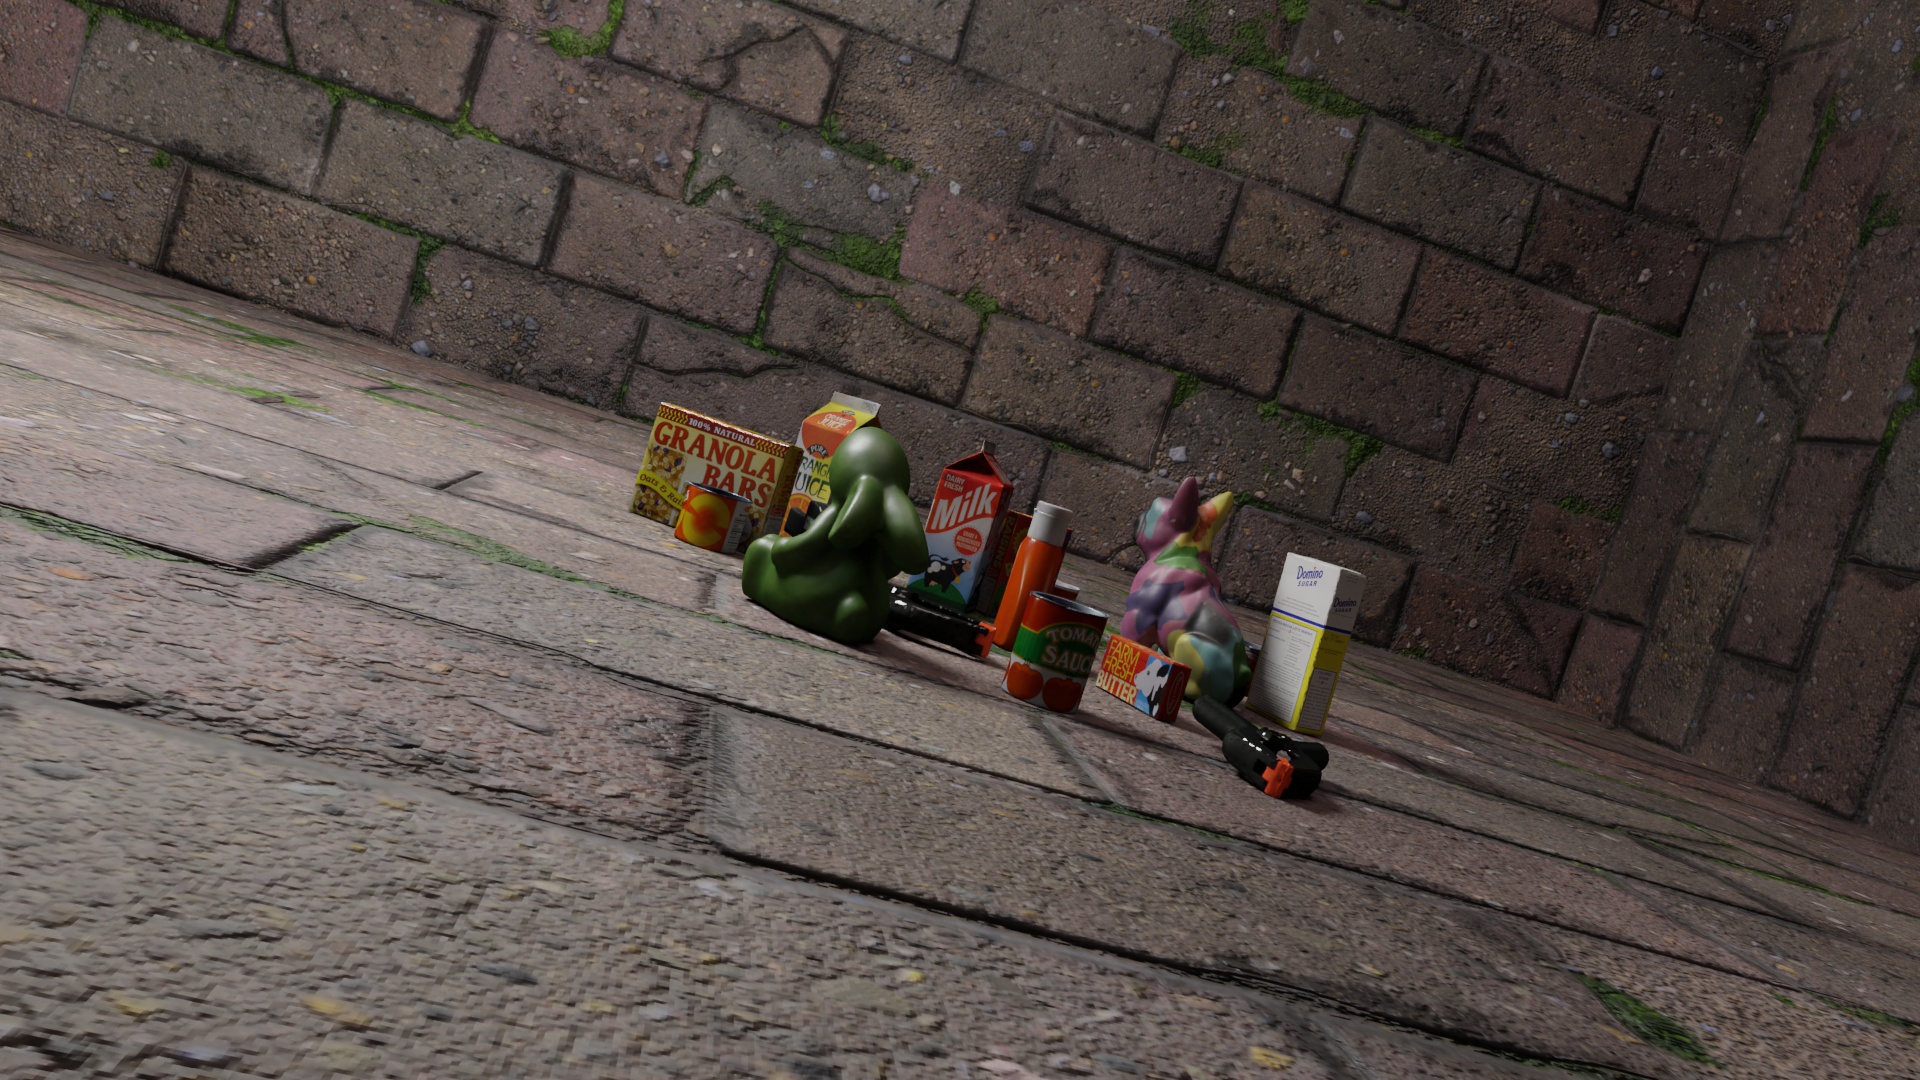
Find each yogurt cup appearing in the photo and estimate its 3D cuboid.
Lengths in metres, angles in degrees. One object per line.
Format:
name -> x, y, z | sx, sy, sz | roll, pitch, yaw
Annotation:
yogurt cup -> 0.105, 0.074, 1.686 | 0.072, 0.054, 0.072 | 18, 4, -1

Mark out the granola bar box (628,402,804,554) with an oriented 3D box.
granola bar box -> -0.262, -0.065, 1.481 | 0.166, 0.124, 0.039 | 19, 3, 19

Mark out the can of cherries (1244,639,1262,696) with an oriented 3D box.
can of cherries -> 0.325, 0.146, 1.624 | 0.071, 0.058, 0.071 | 18, 4, -1

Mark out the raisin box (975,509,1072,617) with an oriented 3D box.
raisin box -> 0.071, 0.032, 1.612 | 0.086, 0.123, 0.040 | 15, 4, -34

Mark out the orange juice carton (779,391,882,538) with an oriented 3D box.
orange juice carton -> -0.144, -0.068, 1.554 | 0.072, 0.192, 0.073 | 20, 4, 35

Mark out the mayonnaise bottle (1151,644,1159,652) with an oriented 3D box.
mayonnaise bottle -> 0.238, 0.070, 1.648 | 0.041, 0.148, 0.065 | 18, 3, 5

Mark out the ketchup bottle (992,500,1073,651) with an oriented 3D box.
ketchup bottle -> 0.071, 0.036, 1.375 | 0.043, 0.148, 0.065 | 17, 3, -8

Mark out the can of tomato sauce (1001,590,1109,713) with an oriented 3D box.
can of tomato sauce -> 0.076, 0.090, 1.118 | 0.071, 0.083, 0.071 | 18, 3, -1

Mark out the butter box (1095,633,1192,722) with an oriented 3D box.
butter box -> 0.164, 0.124, 1.261 | 0.024, 0.053, 0.103 | 16, 4, -29

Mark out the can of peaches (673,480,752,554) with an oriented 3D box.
can of peaches -> -0.255, -0.023, 1.418 | 0.071, 0.058, 0.071 | 18, 4, -1

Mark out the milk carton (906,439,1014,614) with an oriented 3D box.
milk carton -> 0.006, -0.019, 1.551 | 0.073, 0.190, 0.072 | 18, 3, 11
